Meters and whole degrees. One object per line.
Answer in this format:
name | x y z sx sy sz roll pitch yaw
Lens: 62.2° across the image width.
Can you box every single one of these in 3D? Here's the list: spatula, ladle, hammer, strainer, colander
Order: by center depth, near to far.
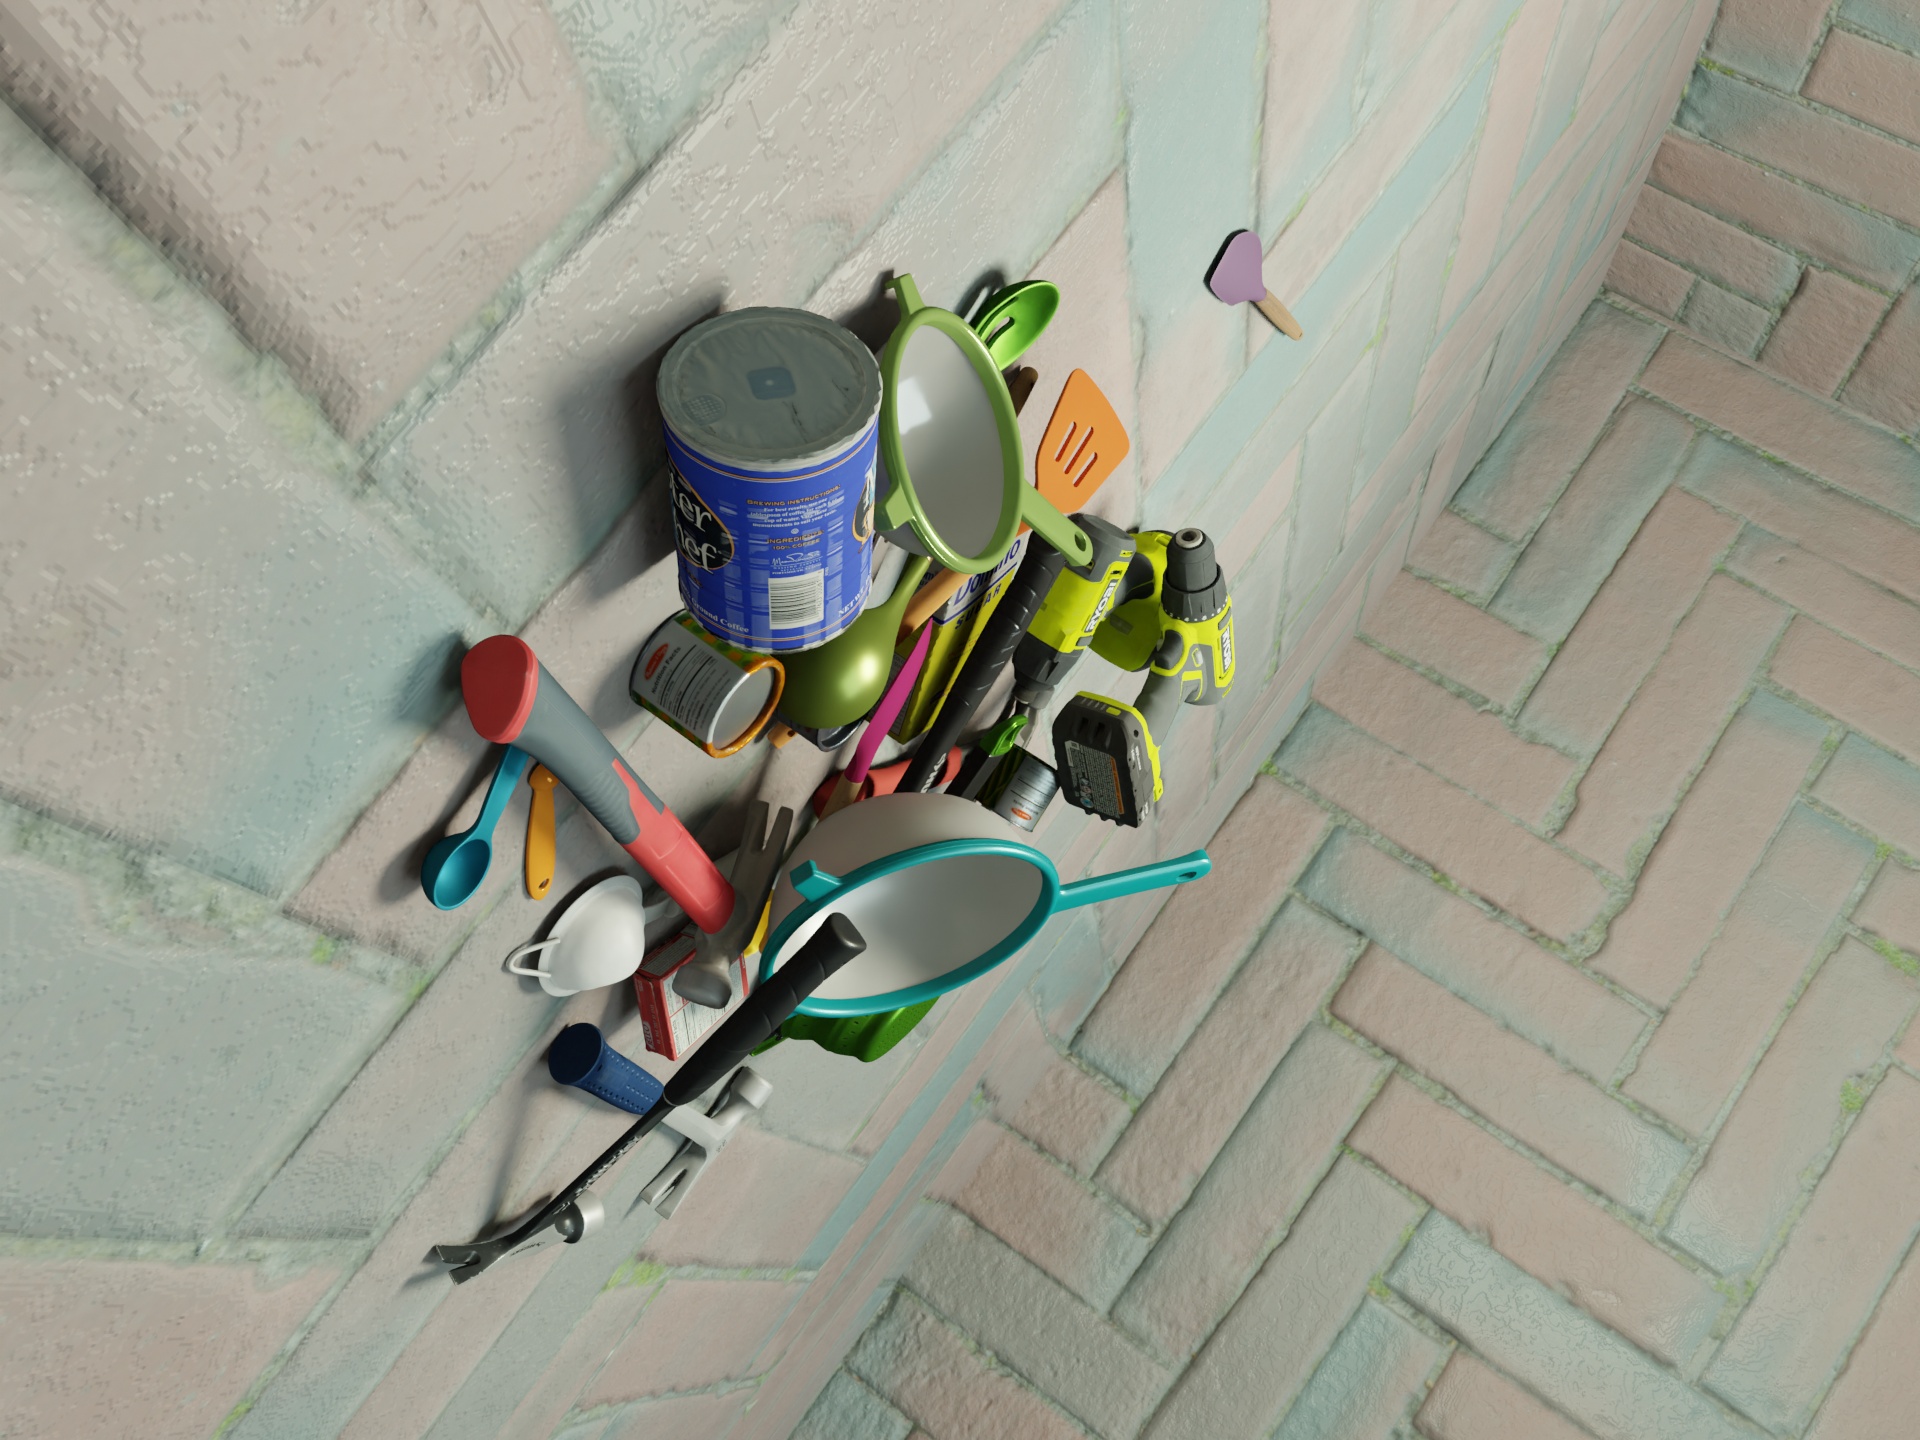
hammer | -0.175 0.042 0.895 0.386 0.038 0.143 70 35 -63
strainer | -0.001 -0.141 0.951 0.256 0.069 0.151 28 60 -57
ladle | -0.026 -0.122 1.001 0.078 0.062 0.320 77 34 -49
strainer | -0.192 0.122 1.042 0.258 0.050 0.086 -30 144 -61
hammer | -0.200 0.256 1.062 0.409 0.036 0.149 -45 160 25
spatula | -0.010 -0.098 1.065 0.322 0.041 0.080 -42 130 1
strainer | 0.013 0.102 1.113 0.340 0.095 0.210 -9 145 -22
hammer | -0.002 -0.004 1.172 0.146 0.035 0.334 -17 141 -60
hammer | -0.239 0.302 1.234 0.144 0.035 0.405 -52 162 -15
hammer | -0.025 0.048 1.357 0.149 0.037 0.359 -63 162 20
colander | -0.033 0.169 1.362 0.397 0.094 0.204 -55 163 23
spatula | 0.274 -0.379 1.425 0.059 0.018 0.316 -61 161 12

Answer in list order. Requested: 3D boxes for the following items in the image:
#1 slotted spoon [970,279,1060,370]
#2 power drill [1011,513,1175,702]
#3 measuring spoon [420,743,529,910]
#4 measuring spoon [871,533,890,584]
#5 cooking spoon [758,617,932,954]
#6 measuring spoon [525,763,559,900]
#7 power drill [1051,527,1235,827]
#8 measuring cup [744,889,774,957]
slotted spoon | -0.044 -0.149 0.976 0.314 0.031 0.070 -53 162 -5
power drill | 0.128 -0.100 1.442 0.223 0.080 0.171 -12 132 -60
measuring spoon | -0.241 0.034 0.804 0.128 0.021 0.042 -66 163 -1
measuring spoon | -0.062 -0.080 1.063 0.034 0.018 0.124 -27 146 -57
cooking spoon | -0.083 0.057 1.107 0.318 0.017 0.069 -61 -178 34
measuring spoon | -0.229 0.064 0.882 0.021 0.011 0.116 -40 156 -41
power drill | 0.170 -0.039 1.386 0.228 0.080 0.190 -54 148 -30
measuring cup | -0.132 0.122 1.219 0.156 0.029 0.062 -44 159 -41
